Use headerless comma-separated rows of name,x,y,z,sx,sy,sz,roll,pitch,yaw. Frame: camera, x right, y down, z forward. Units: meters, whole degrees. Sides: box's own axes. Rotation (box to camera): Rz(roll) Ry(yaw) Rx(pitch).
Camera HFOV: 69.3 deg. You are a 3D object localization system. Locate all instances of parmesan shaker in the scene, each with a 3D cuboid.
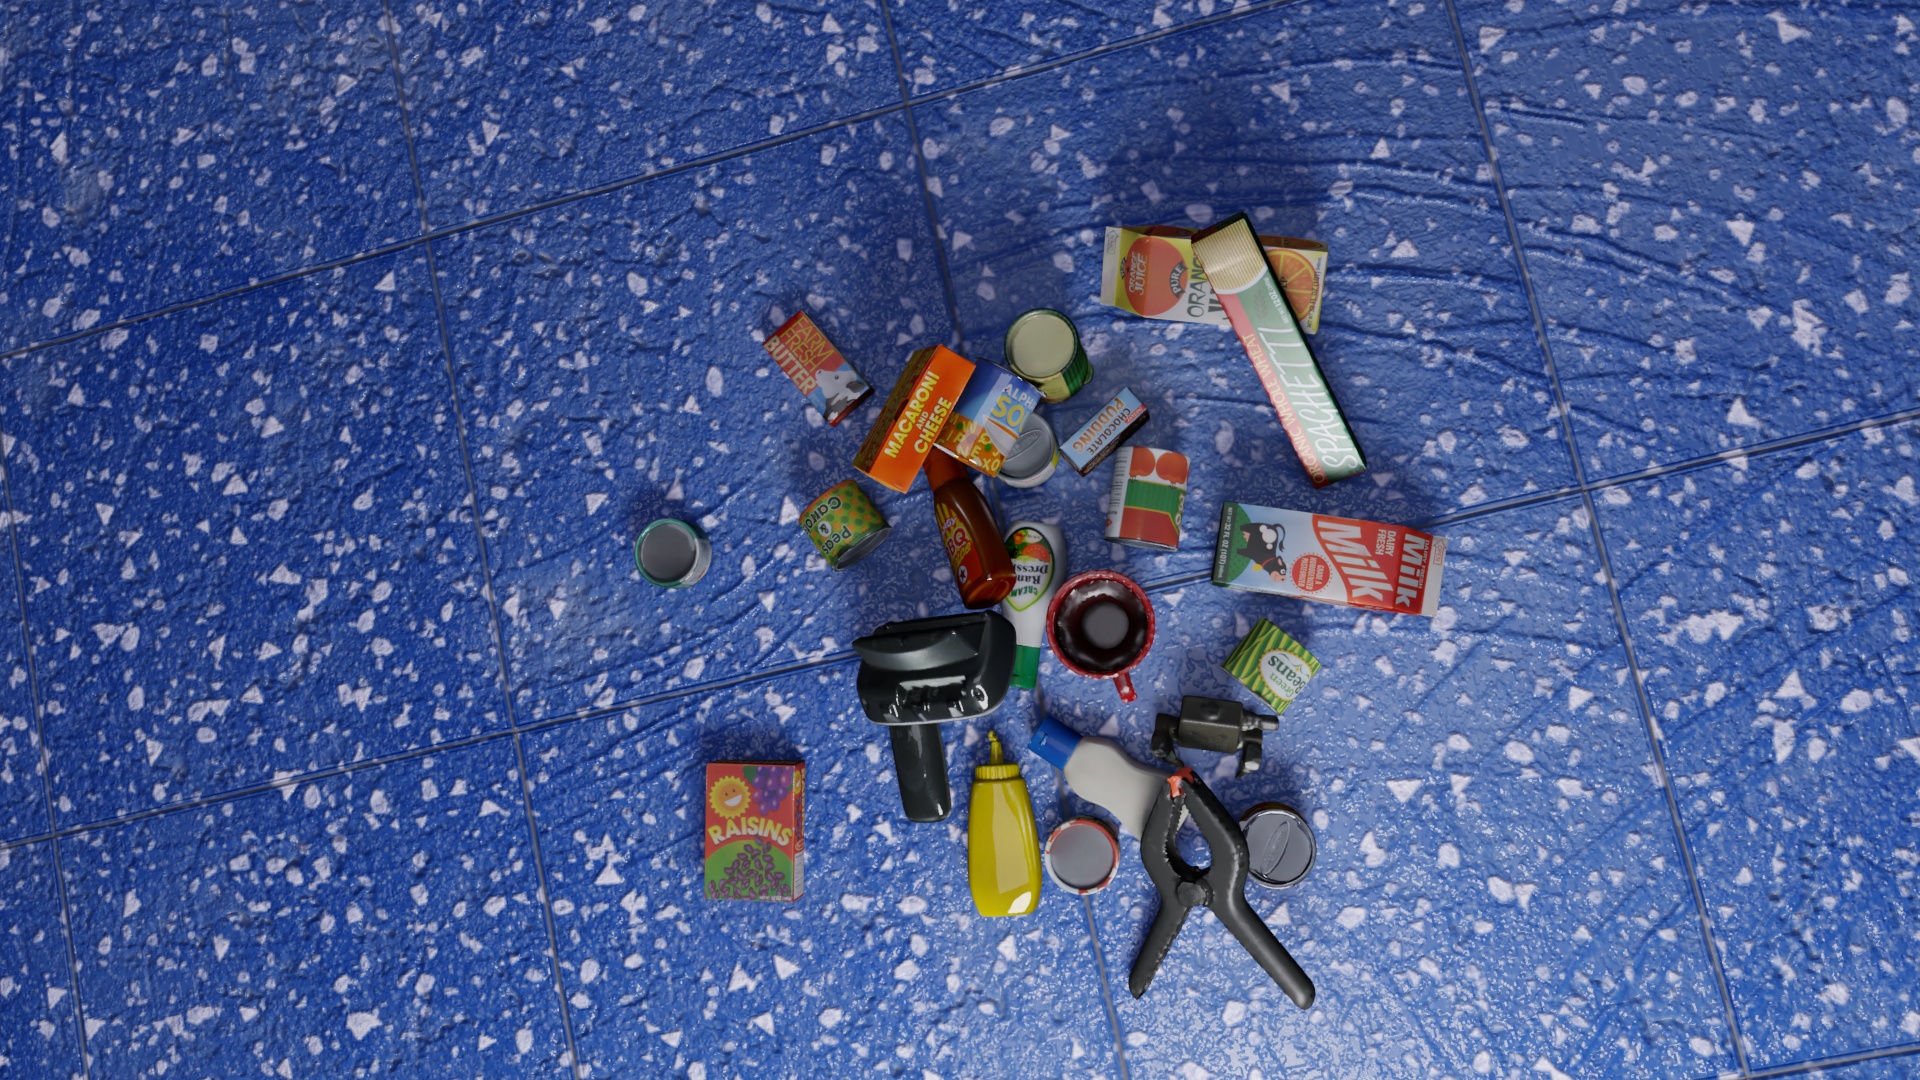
parmesan shaker,0.080,-0.163,1.229,0.071,0.103,0.071,-1,85,9

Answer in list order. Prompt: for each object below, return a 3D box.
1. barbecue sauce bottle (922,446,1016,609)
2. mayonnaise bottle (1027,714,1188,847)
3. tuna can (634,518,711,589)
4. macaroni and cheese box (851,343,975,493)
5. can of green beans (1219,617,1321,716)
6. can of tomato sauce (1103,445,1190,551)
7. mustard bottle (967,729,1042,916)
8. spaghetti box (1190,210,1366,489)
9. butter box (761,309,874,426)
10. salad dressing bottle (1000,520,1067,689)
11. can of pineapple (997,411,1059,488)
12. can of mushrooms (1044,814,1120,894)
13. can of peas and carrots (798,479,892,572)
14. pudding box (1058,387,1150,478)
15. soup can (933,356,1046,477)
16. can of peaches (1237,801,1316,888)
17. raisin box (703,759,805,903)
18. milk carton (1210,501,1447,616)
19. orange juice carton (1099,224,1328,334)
barbecue sauce bottle,0.004,-0.016,1.239,0.044,0.064,0.149,-5,60,-28
mayonnaise bottle,0.130,0.207,1.220,0.148,0.041,0.064,32,97,11
tuna can,-0.272,0.011,1.303,0.071,0.033,0.071,-1,85,8
macaroni and cheese box,-0.045,-0.106,1.210,0.040,0.166,0.123,29,90,-10
can of green beans,0.267,0.108,1.194,0.071,0.071,0.058,40,92,10
can of tomato sauce,0.167,-0.036,1.224,0.071,0.071,0.083,8,86,10
mustard bottle,0.037,0.247,1.226,0.065,0.049,0.160,-4,84,8
spaghetti box,0.273,-0.157,1.181,0.050,0.029,0.249,-24,107,23
butter box,-0.134,-0.161,1.302,0.053,0.024,0.103,-42,81,3
salad dressing bottle,0.059,0.057,1.242,0.064,0.044,0.147,6,86,21
can of pineapple,0.054,-0.084,1.249,0.071,0.058,0.071,-1,85,9
can of mushrooms,0.109,0.274,1.220,0.071,0.033,0.071,-1,85,10
can of peas and carrots,-0.106,-0.013,1.261,0.071,0.071,0.059,-39,80,4
pudding box,0.129,-0.096,1.242,0.083,0.049,0.030,-42,79,3
soup can,0.024,-0.104,1.190,0.071,0.071,0.084,29,90,10
can of peaches,0.266,0.258,1.185,0.071,0.058,0.071,-1,85,9
raisin box,-0.186,0.263,1.265,0.086,0.040,0.123,0,86,10
milk carton,0.315,0.017,1.191,0.191,0.073,0.072,9,86,9
orange juice carton,0.220,-0.232,1.219,0.193,0.073,0.071,7,111,10
